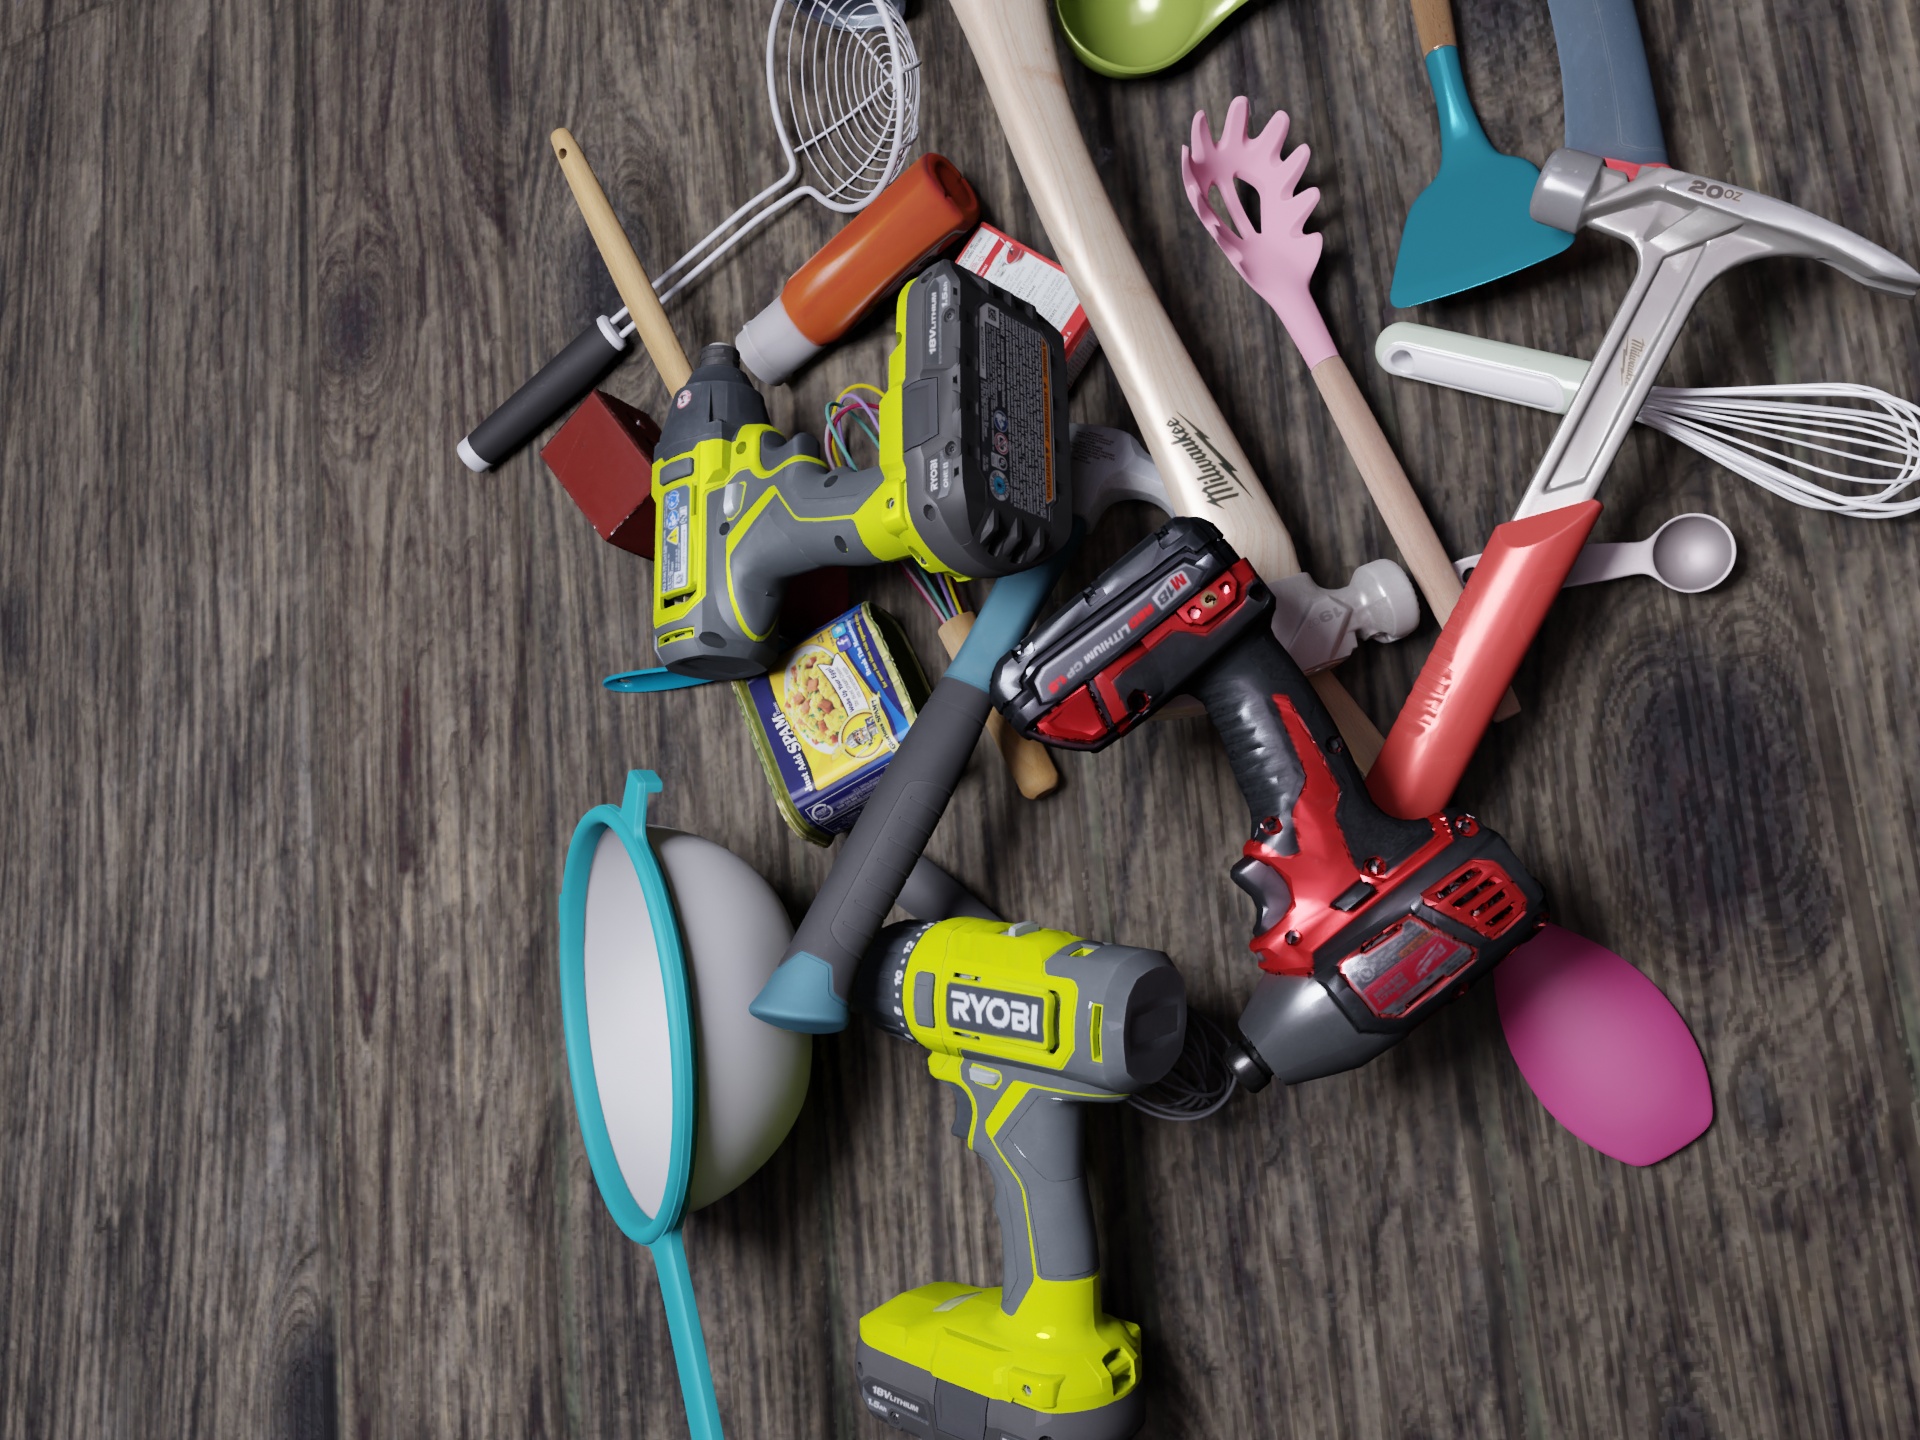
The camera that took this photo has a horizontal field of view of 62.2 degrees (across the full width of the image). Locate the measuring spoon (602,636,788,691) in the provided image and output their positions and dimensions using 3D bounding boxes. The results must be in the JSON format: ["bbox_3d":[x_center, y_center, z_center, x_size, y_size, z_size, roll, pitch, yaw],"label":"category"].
[{"bbox_3d":[-0.147,-0.034,0.881,0.128,0.042,0.021,-7,61,30],"label":"measuring spoon"}]

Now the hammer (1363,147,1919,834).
[{"bbox_3d":[0.239,-0.048,0.669,0.149,0.036,0.359,29,103,22],"label":"hammer"}]

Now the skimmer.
[{"bbox_3d":[-0.167,-0.264,0.886,0.363,0.090,0.127,-36,73,15],"label":"skimmer"}]

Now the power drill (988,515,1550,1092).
[{"bbox_3d":[0.116,0.038,0.648,0.143,0.078,0.220,-40,85,4],"label":"power drill"}]

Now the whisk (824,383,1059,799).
[{"bbox_3d":[-0.010,-0.071,0.818,0.047,0.051,0.245,-30,75,11],"label":"whisk"}]

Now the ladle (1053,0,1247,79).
[{"bbox_3d":[0.189,-0.372,0.736,0.320,0.062,0.078,-5,87,33],"label":"ladle"}]

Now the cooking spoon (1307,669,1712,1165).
[{"bbox_3d":[0.214,0.054,0.713,0.068,0.017,0.319,-39,70,13],"label":"cooking spoon"}]

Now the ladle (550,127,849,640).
[{"bbox_3d":[-0.150,-0.184,0.862,0.069,0.031,0.315,-30,84,27],"label":"ladle"}]

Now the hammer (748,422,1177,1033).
[{"bbox_3d":[-0.001,-0.002,0.746,0.128,0.033,0.331,22,72,19],"label":"hammer"}]

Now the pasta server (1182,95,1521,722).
[{"bbox_3d":[0.183,-0.145,0.734,0.060,0.040,0.316,-22,78,-8],"label":"pasta server"}]

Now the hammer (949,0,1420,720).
[{"bbox_3d":[0.064,-0.201,0.751,0.146,0.038,0.411,-21,80,-7],"label":"hammer"}]

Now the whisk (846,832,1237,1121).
[{"bbox_3d":[0.032,0.115,0.773,0.239,0.055,0.055,33,96,28],"label":"whisk"}]

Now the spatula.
[{"bbox_3d":[0.222,-0.344,0.752,0.082,0.044,0.318,-15,76,30],"label":"spatula"}]

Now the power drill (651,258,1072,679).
[{"bbox_3d":[-0.060,-0.122,0.749,0.223,0.080,0.171,-12,73,39],"label":"power drill"}]

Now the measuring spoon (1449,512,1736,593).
[{"bbox_3d":[0.277,-0.069,0.708,0.124,0.018,0.034,-4,86,30],"label":"measuring spoon"}]

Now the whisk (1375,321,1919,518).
[{"bbox_3d":[0.296,-0.137,0.691,0.246,0.057,0.059,22,57,29],"label":"whisk"}]

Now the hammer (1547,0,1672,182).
[{"bbox_3d":[0.288,-0.420,0.737,0.143,0.038,0.386,-13,78,20],"label":"hammer"}]

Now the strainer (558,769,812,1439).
[{"bbox_3d":[-0.113,0.201,0.768,0.211,0.095,0.341,-47,54,55],"label":"strainer"}]

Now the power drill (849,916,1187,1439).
[{"bbox_3d":[0.008,0.202,0.725,0.191,0.080,0.228,2,93,39],"label":"power drill"}]
